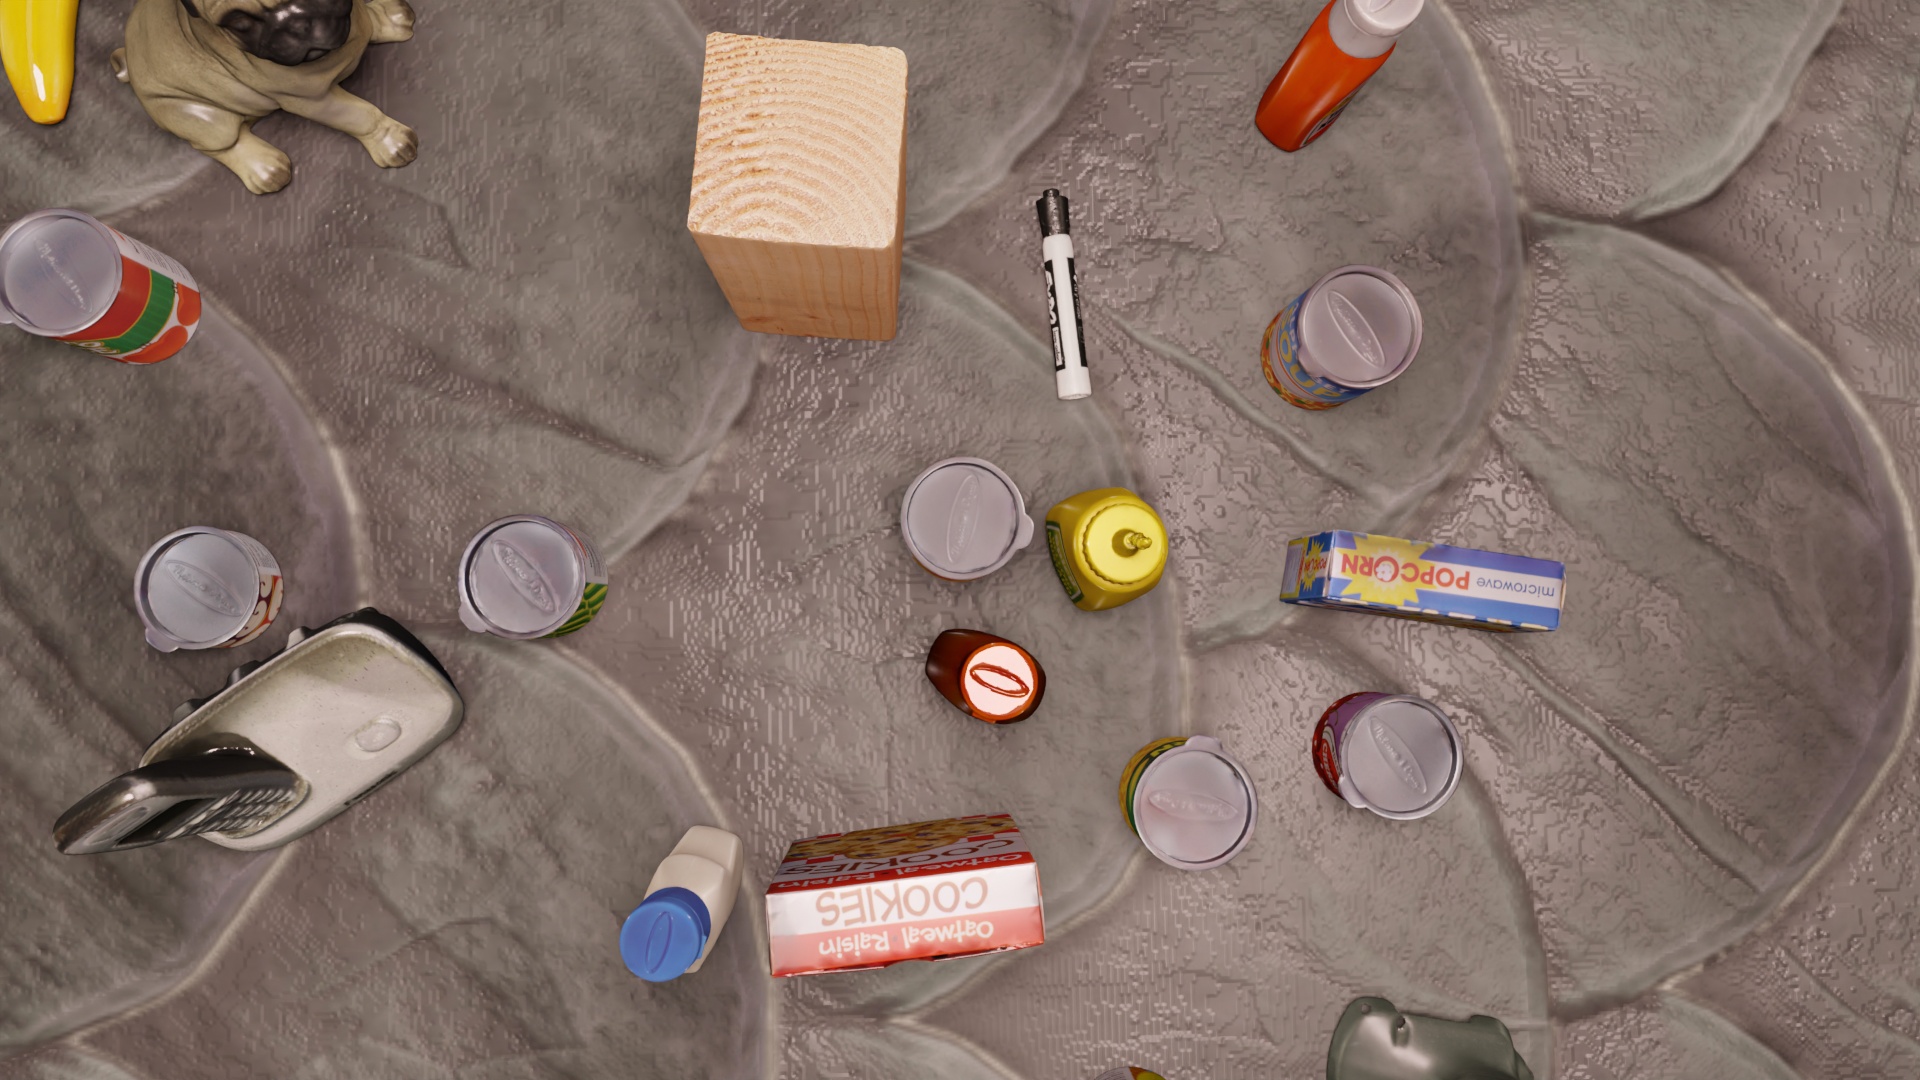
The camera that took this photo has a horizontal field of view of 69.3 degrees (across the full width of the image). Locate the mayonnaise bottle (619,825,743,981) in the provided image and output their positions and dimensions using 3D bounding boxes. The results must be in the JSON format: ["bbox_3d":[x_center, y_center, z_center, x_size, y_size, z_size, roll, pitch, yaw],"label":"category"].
[{"bbox_3d":[-0.139,0.184,0.697,0.041,0.148,0.065,15,86,-1],"label":"mayonnaise bottle"}]

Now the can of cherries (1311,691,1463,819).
[{"bbox_3d":[0.230,0.117,0.763,0.071,0.058,0.071,0,86,-2],"label":"can of cherries"}]

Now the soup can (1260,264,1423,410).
[{"bbox_3d":[0.205,-0.108,0.765,0.071,0.083,0.071,0,86,-2],"label":"soup can"}]

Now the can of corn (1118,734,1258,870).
[{"bbox_3d":[0.123,0.139,0.757,0.071,0.058,0.071,0,86,-2],"label":"can of corn"}]

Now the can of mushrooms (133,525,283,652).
[{"bbox_3d":[-0.409,0.028,0.754,0.071,0.033,0.071,0,86,-2],"label":"can of mushrooms"}]

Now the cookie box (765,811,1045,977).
[{"bbox_3d":[-0.027,0.173,0.693,0.123,0.167,0.040,-7,87,-3],"label":"cookie box"}]

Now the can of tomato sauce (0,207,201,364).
[{"bbox_3d":[-0.459,-0.131,0.739,0.071,0.083,0.071,0,86,-2],"label":"can of tomato sauce"}]

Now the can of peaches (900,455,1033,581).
[{"bbox_3d":[0.003,-0.010,0.762,0.071,0.058,0.071,0,86,-2],"label":"can of peaches"}]

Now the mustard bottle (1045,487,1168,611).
[{"bbox_3d":[0.076,0.003,0.713,0.049,0.160,0.065,-19,87,-3],"label":"mustard bottle"}]

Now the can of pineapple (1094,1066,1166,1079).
[{"bbox_3d":[0.096,0.324,0.742,0.071,0.058,0.071,0,86,-2],"label":"can of pineapple"}]

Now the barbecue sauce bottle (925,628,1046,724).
[{"bbox_3d":[0.015,0.070,0.712,0.065,0.148,0.043,22,86,-1],"label":"barbecue sauce bottle"}]

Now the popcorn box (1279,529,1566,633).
[{"bbox_3d":[0.249,0.024,0.757,0.127,0.085,0.038,8,86,-2],"label":"popcorn box"}]

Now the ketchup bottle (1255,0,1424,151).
[{"bbox_3d":[0.203,-0.261,0.744,0.043,0.148,0.065,42,86,1],"label":"ketchup bottle"}]

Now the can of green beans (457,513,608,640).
[{"bbox_3d":[-0.229,0.021,0.750,0.071,0.058,0.071,0,86,-2],"label":"can of green beans"}]
